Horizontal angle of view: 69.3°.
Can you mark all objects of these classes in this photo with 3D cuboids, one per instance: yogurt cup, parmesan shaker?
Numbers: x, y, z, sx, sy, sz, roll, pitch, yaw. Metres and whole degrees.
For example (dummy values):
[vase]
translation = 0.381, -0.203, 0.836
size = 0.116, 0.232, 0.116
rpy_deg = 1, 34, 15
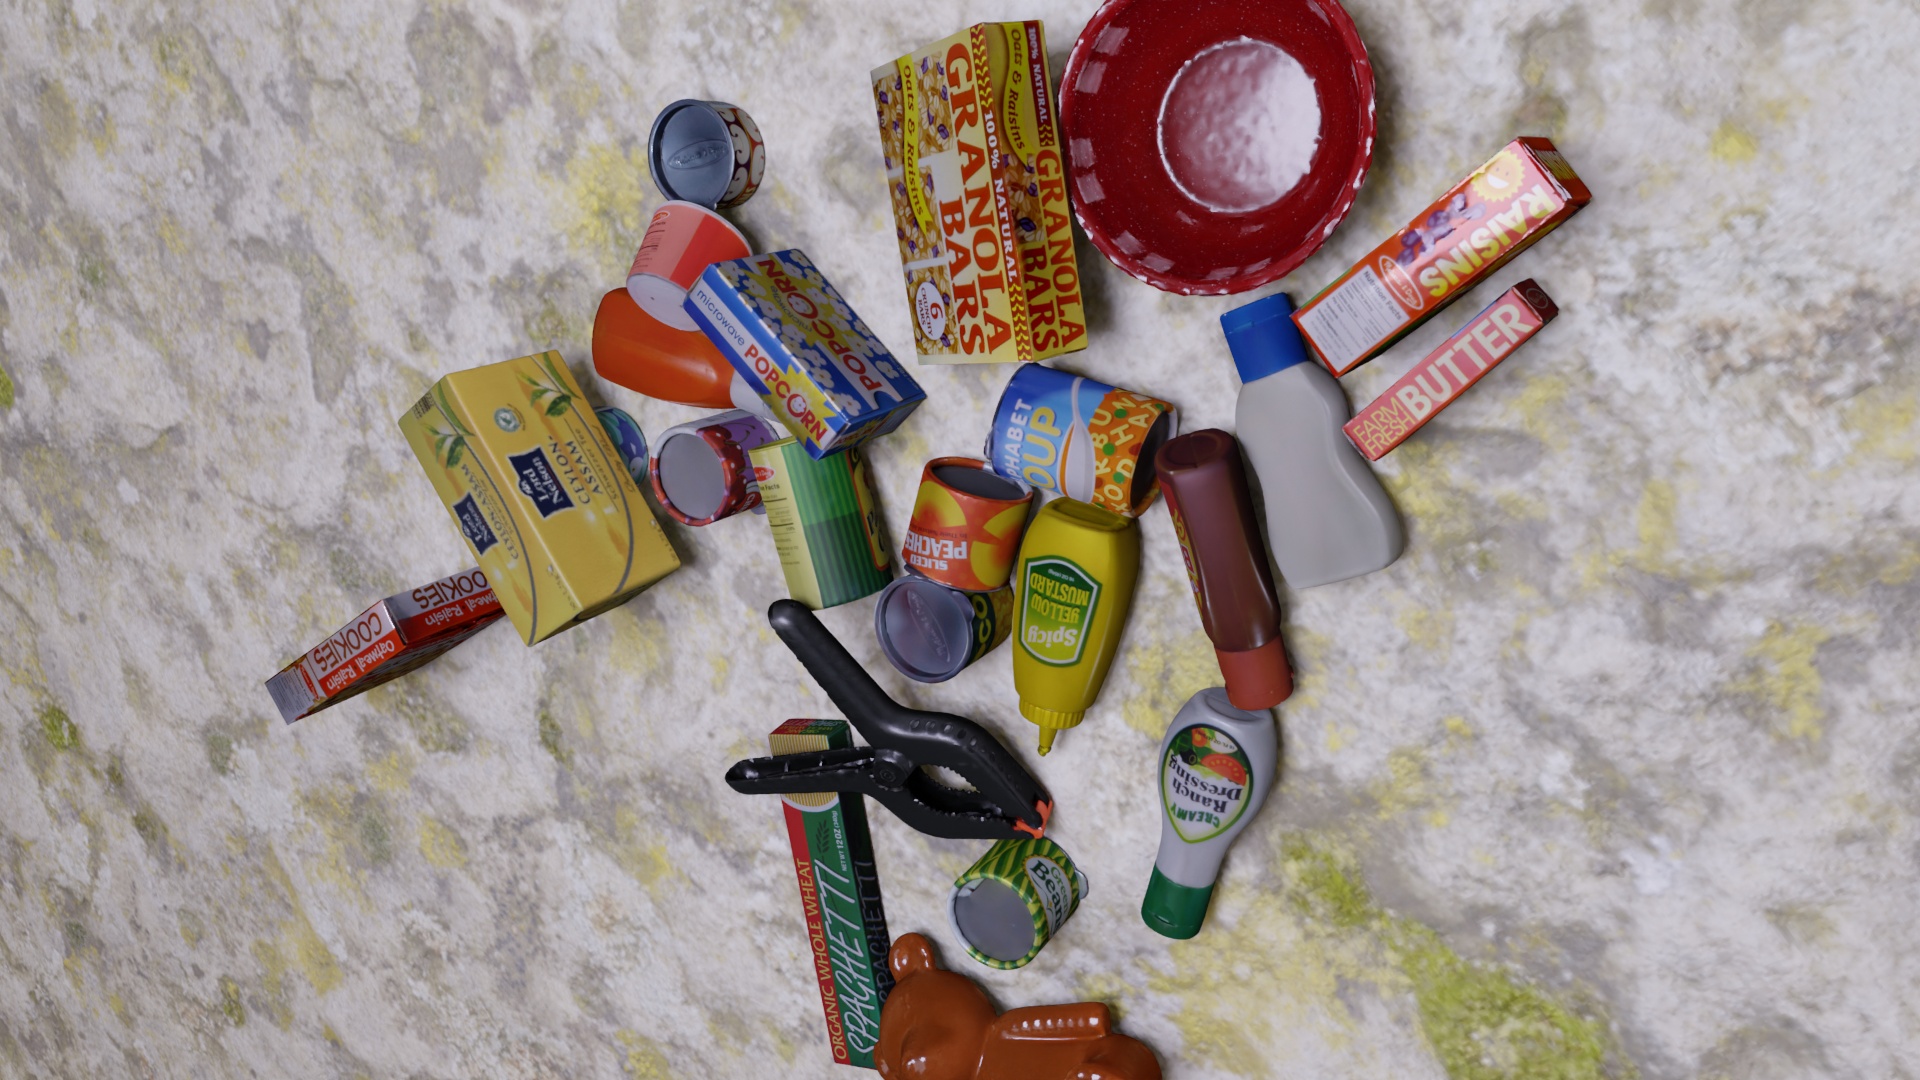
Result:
[yogurt cup]
translation = -0.167, -0.165, 0.846
size = 0.072, 0.054, 0.072
rpy_deg = 20, 156, 9
[parmesan shaker]
translation = -0.086, -0.015, 0.856
size = 0.071, 0.071, 0.103
rpy_deg = -10, 100, 31

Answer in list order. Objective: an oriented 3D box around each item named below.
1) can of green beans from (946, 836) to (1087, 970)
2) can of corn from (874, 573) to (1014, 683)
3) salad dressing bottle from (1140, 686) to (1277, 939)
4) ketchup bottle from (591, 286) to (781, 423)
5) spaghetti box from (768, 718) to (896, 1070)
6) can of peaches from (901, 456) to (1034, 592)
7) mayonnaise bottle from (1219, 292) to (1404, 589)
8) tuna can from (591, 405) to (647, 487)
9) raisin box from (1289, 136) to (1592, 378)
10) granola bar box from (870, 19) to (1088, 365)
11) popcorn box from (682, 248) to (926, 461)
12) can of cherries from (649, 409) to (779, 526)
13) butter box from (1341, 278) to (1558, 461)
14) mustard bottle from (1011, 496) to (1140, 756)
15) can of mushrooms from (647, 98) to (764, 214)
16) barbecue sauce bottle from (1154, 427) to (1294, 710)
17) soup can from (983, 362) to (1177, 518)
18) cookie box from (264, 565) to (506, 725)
[can of green beans]
translation = 0.033, 0.222, 0.859
size = 0.071, 0.058, 0.071
rpy_deg = 8, 108, 27
[can of corn]
translation = -0.007, 0.044, 0.830
size = 0.071, 0.058, 0.071
rpy_deg = 8, 108, 27
[salad dressing bottle]
translation = 0.137, 0.157, 0.790
size = 0.064, 0.044, 0.147
rpy_deg = 21, 114, 24
[ketchup bottle]
translation = -0.165, -0.113, 0.884
size = 0.149, 0.044, 0.064
rpy_deg = 22, 114, 22
[spaghetti box]
translation = -0.081, 0.243, 0.946
size = 0.050, 0.029, 0.249
rpy_deg = -4, 102, 30
[can of peaches]
translation = 0.003, -0.010, 0.803
size = 0.071, 0.071, 0.057
rpy_deg = 25, 114, 21
[mayonnaise bottle]
translation = 0.175, -0.052, 0.713
size = 0.064, 0.041, 0.148
rpy_deg = -18, 93, 38
[tuna can]
translation = -0.248, -0.056, 0.953
size = 0.071, 0.033, 0.071
rpy_deg = 9, 108, 27
[raisin box]
translation = 0.221, -0.130, 0.637
size = 0.123, 0.086, 0.040
rpy_deg = -39, 82, 32
[granola bar box]
translation = 0.009, -0.178, 0.739
size = 0.124, 0.039, 0.165
rpy_deg = 10, 112, 60
[popcorn box]
translation = -0.091, -0.112, 0.818
size = 0.127, 0.085, 0.038
rpy_deg = 49, 122, 8
[can of cherries]
translation = -0.154, -0.044, 0.888
size = 0.071, 0.058, 0.071
rpy_deg = 8, 107, 28
[butter box]
translation = 0.234, -0.081, 0.663
size = 0.103, 0.053, 0.024
rpy_deg = -44, 79, 31
[mustard bottle]
translation = 0.061, 0.057, 0.802
size = 0.065, 0.049, 0.159
rpy_deg = 18, 112, 26
[can of mushrooms]
translation = -0.155, -0.233, 0.851
size = 0.071, 0.033, 0.070
rpy_deg = 8, 107, 27
[barbecue sauce bottle]
translation = 0.142, 0.018, 0.735
size = 0.043, 0.065, 0.148
rpy_deg = -16, 109, 11
[soup can]
translation = 0.066, -0.053, 0.755
size = 0.084, 0.071, 0.071
rpy_deg = 20, 113, 23
[cookie box]
translation = -0.413, 0.073, 1.029
size = 0.167, 0.123, 0.040
rpy_deg = -28, 91, 32
